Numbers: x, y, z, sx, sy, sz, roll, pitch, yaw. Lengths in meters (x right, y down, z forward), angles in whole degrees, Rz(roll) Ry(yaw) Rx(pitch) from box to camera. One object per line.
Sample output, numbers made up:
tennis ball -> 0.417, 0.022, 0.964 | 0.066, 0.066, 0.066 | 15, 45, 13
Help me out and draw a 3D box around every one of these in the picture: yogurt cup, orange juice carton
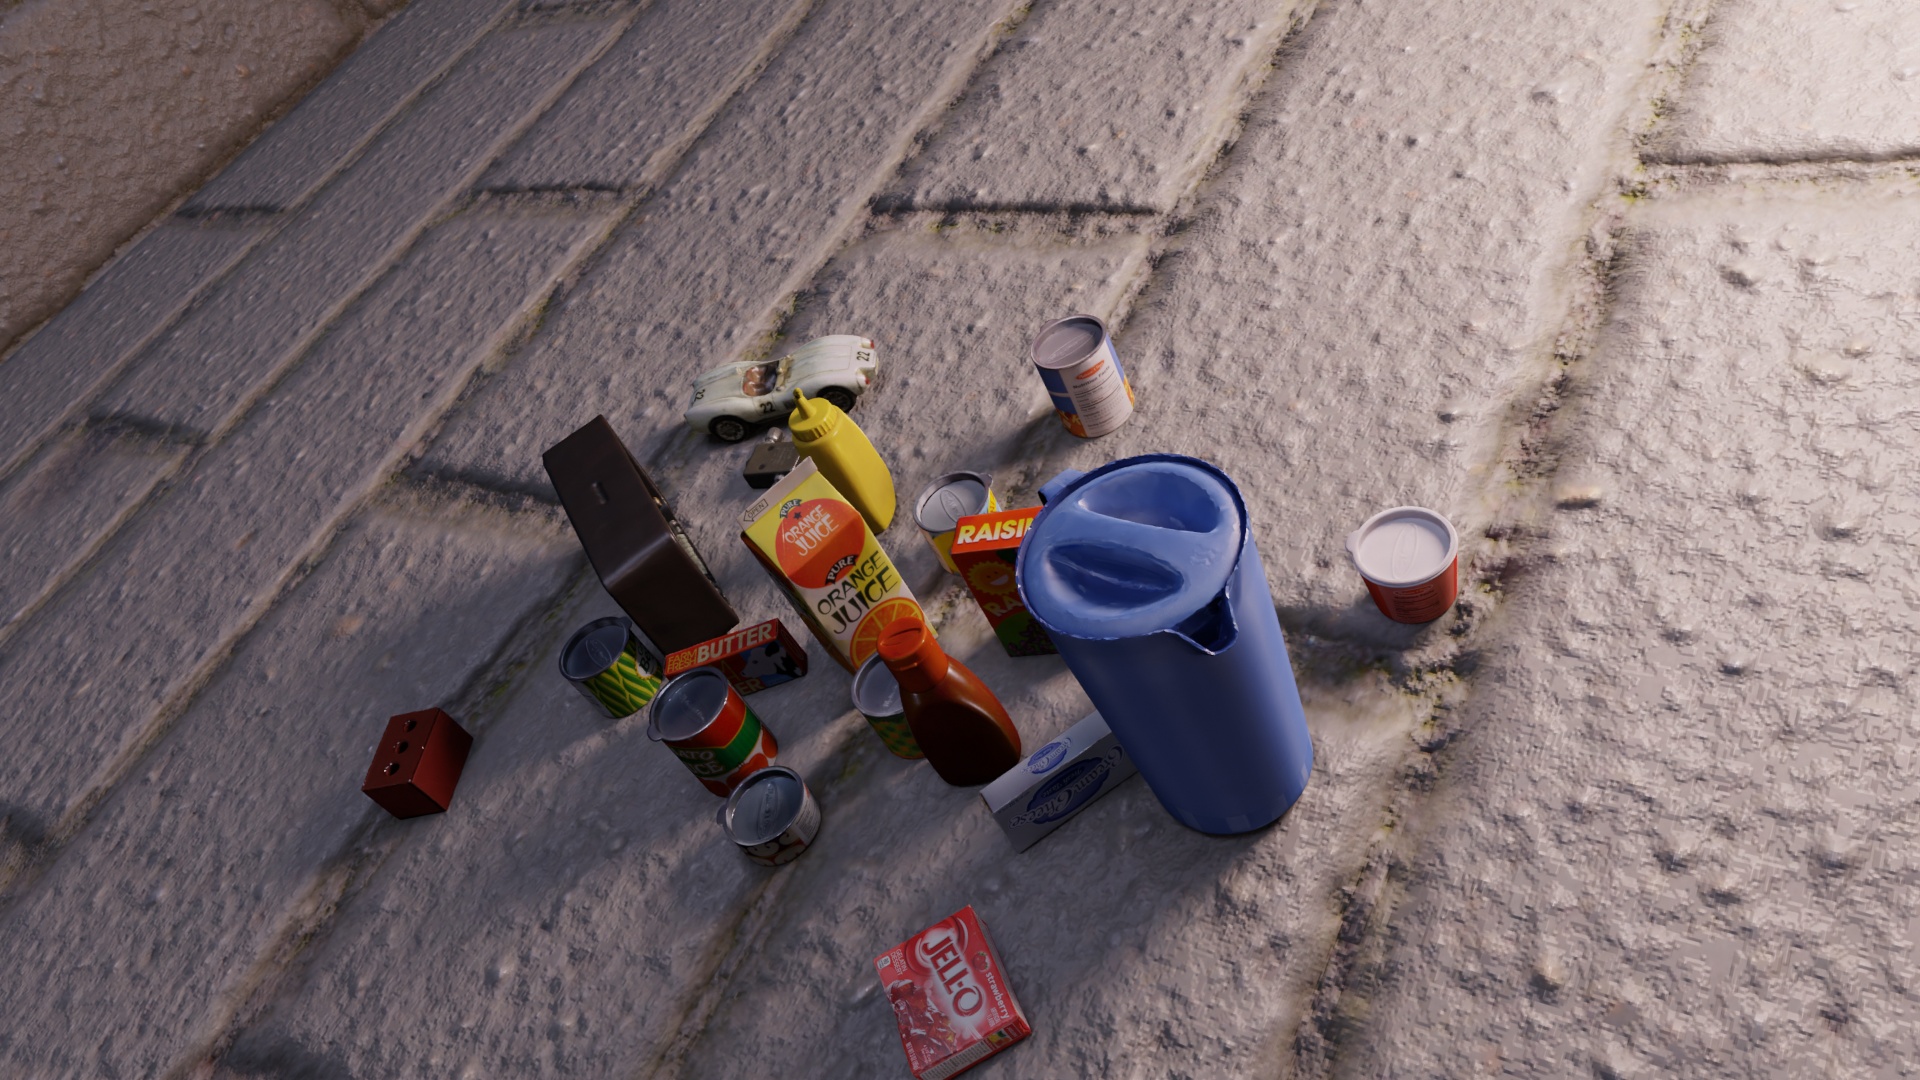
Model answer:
yogurt cup -> 0.302, 0.019, 0.934 | 0.072, 0.053, 0.073 | -15, 44, 16
orange juice carton -> -0.097, 0.023, 1.045 | 0.072, 0.192, 0.073 | -42, 44, -13

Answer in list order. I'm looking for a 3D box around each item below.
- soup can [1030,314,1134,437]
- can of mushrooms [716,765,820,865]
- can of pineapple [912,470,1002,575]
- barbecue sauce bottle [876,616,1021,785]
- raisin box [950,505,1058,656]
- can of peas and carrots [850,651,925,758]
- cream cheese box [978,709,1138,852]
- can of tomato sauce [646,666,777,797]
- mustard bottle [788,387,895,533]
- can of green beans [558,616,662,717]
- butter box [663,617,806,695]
soup can -> 0.103, -0.139, 1.172 | 0.071, 0.083, 0.072 | -15, 44, 16
can of mushrooms -> -0.139, 0.201, 1.015 | 0.071, 0.033, 0.071 | -15, 44, 15
can of pineapple -> 0.004, -0.014, 1.125 | 0.071, 0.057, 0.071 | -15, 44, 16
barbecue sauce bottle -> -0.011, 0.110, 0.947 | 0.065, 0.148, 0.044 | -19, 43, 12
raisin box -> 0.056, 0.030, 1.006 | 0.086, 0.123, 0.040 | -7, 47, 24
can of peas and carrots -> -0.036, 0.118, 1.020 | 0.071, 0.058, 0.071 | -15, 44, 16
cream cheese box -> 0.067, 0.160, 0.927 | 0.104, 0.053, 0.024 | -34, 42, -5
can of tomato sauce -> -0.188, 0.148, 1.055 | 0.071, 0.082, 0.071 | -15, 44, 16
mustard bottle -> -0.105, -0.073, 1.164 | 0.049, 0.159, 0.066 | -10, 46, 21
can of green beans -> -0.294, 0.107, 1.171 | 0.071, 0.057, 0.071 | -15, 44, 16
butter box -> -0.181, 0.101, 1.119 | 0.103, 0.053, 0.024 | -19, 43, 12
